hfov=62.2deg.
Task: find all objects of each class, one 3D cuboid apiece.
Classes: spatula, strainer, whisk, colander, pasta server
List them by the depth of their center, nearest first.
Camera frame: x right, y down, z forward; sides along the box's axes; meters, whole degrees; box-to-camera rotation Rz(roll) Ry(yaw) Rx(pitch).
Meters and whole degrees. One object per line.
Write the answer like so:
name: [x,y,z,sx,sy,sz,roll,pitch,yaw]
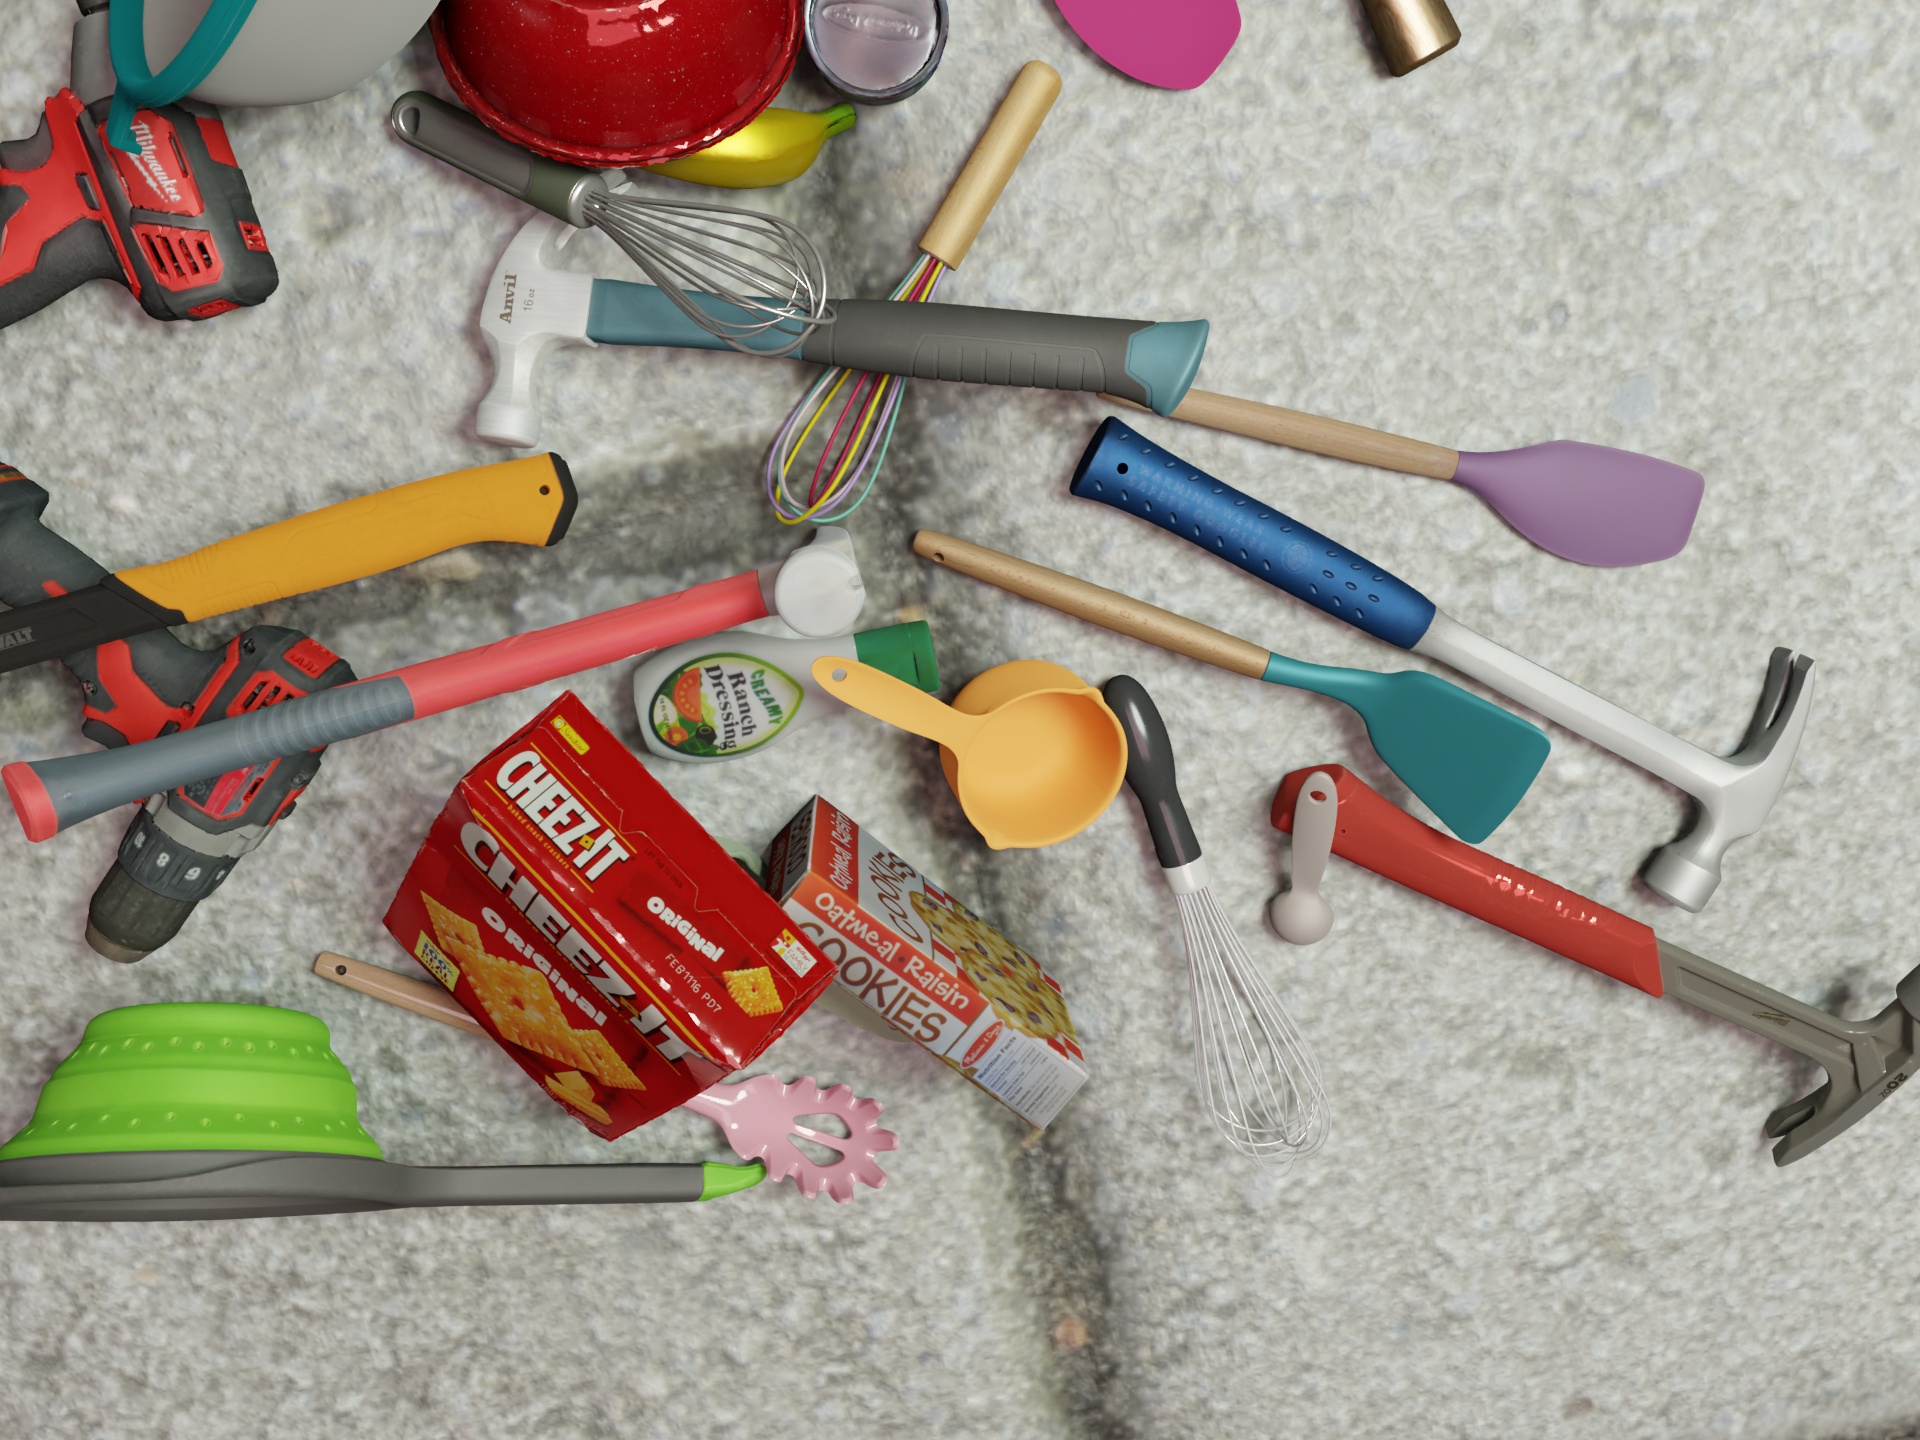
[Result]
strainer: [-0.208,-0.338,0.594,0.095,0.340,0.211,15,74,-45]
whisk: [-0.156,-0.222,0.691,0.246,0.059,0.057,30,115,18]
whisk: [-0.020,-0.197,0.751,0.051,0.047,0.245,30,97,-9]
spatula: [0.124,-0.030,0.779,0.317,0.044,0.082,20,136,2]
spatula: [0.220,-0.130,0.792,0.316,0.018,0.059,12,104,-7]
colander: [-0.294,0.198,0.805,0.397,0.204,0.095,5,69,-20]
whisk: [0.128,0.109,0.828,0.070,0.070,0.284,-21,100,2]
pasta server: [-0.185,0.180,0.836,0.316,0.040,0.060,21,74,-6]

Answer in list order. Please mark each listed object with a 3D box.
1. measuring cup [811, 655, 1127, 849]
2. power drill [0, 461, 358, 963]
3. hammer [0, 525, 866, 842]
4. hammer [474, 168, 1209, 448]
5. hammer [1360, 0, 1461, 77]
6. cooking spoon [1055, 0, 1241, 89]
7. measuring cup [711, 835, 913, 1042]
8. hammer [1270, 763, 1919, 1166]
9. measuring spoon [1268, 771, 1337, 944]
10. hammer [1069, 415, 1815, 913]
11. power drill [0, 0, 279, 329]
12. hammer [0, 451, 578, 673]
measuring cup: [-0.001,-0.002,0.773,0.173,0.052,0.095,25,106,-25]
power drill: [-0.429,-0.005,0.759,0.226,0.080,0.188,36,99,-14]
hammer: [-0.232,-0.019,0.722,0.386,0.143,0.038,-16,103,-1]
hammer: [-0.056,-0.174,0.719,0.331,0.033,0.128,7,90,8]
hammer: [0.134,-0.444,0.704,0.130,0.031,0.331,-30,104,4]
cooking spoon: [-0.005,-0.400,0.714,0.318,0.017,0.069,36,98,-11]
measuring cup: [-0.093,0.119,0.827,0.167,0.038,0.083,31,100,-12]
hammer: [0.327,0.119,0.837,0.359,0.037,0.149,24,128,-3]
measuring spoon: [0.177,0.075,0.810,0.034,0.018,0.124,9,134,15]
hammer: [0.245,-0.048,0.805,0.405,0.035,0.144,26,101,-9]
power drill: [-0.431,-0.230,0.704,0.219,0.079,0.143,-16,104,-2]
hammer: [-0.339,-0.069,0.707,0.337,0.034,0.127,-18,101,-15]
